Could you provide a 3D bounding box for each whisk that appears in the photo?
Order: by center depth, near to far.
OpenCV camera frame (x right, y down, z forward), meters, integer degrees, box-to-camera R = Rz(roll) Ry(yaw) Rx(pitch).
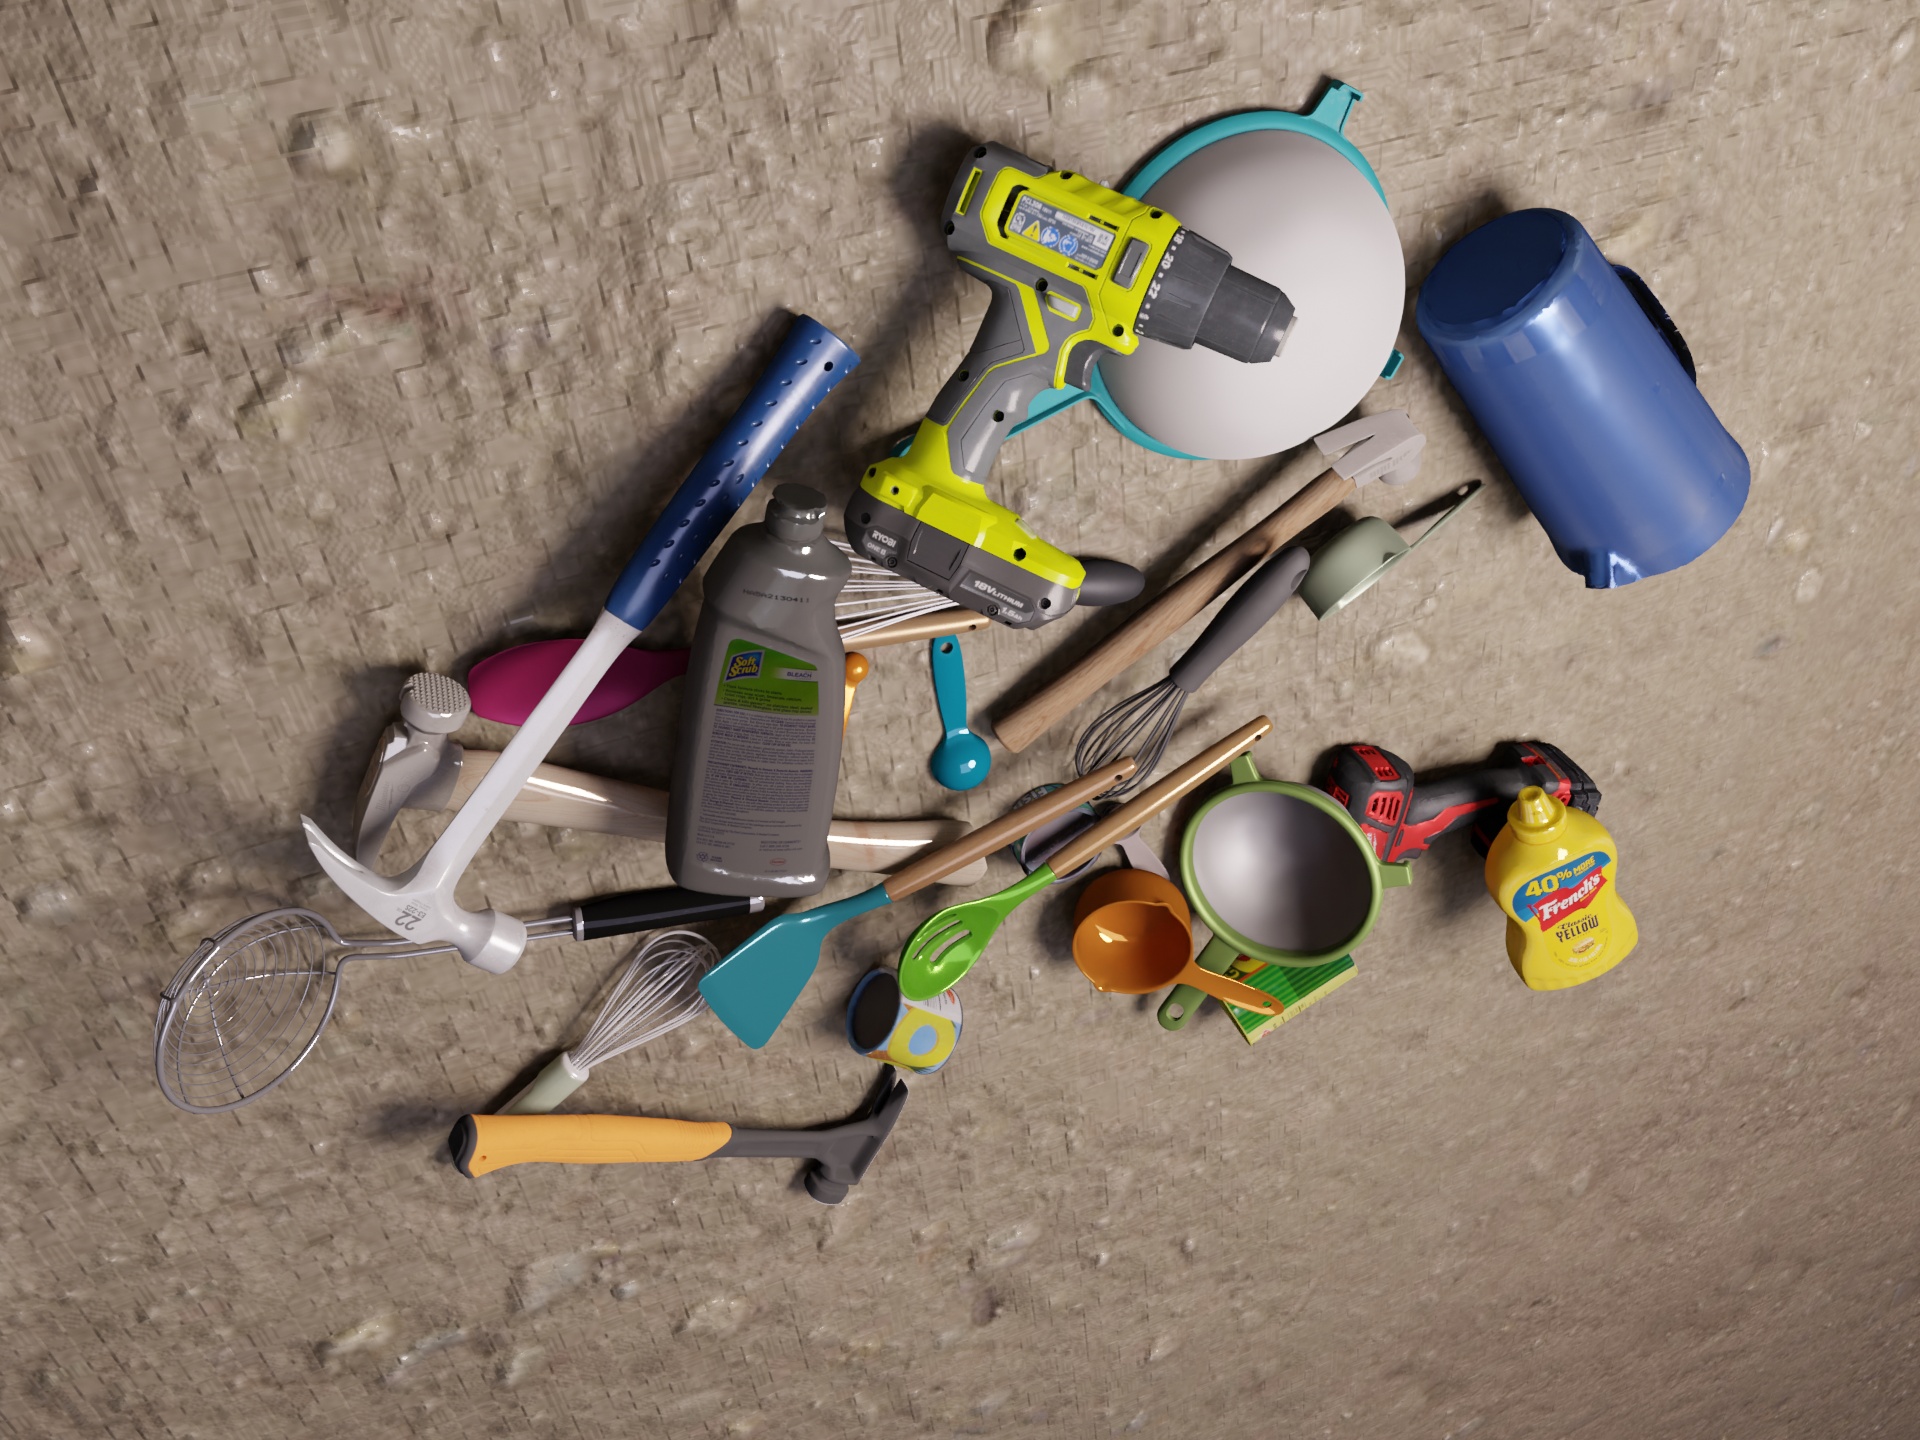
[{"bbox_3d":[-0.008,-0.083,0.966,0.284,0.070,0.070,-4,123,-28],"label":"whisk"},{"bbox_3d":[0.149,-0.027,1.043,0.055,0.055,0.239,17,129,-32],"label":"whisk"},{"bbox_3d":[-0.255,0.228,1.073,0.246,0.058,0.059,-41,94,10],"label":"whisk"}]

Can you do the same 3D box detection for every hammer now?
[{"bbox_3d":[-0.195,-0.049,0.867,0.144,0.035,0.405,35,93,-37],"label":"hammer"},{"bbox_3d":[-0.165,0.072,1.006,0.410,0.038,0.146,12,123,-32],"label":"hammer"},{"bbox_3d":[0.155,-0.087,1.022,0.331,0.031,0.130,-38,166,11],"label":"hammer"},{"bbox_3d":[-0.192,0.291,1.117,0.336,0.034,0.127,12,117,-39],"label":"hammer"}]

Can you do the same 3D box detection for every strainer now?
[{"bbox_3d":[0.123,-0.204,0.913,0.340,0.095,0.210,-28,129,-6],"label":"strainer"},{"bbox_3d":[0.221,0.138,1.197,0.069,0.151,0.256,-41,163,-52],"label":"strainer"}]

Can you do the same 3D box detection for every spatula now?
[{"bbox_3d":[-0.022,0.109,1.047,0.317,0.044,0.082,-29,129,3],"label":"spatula"}]

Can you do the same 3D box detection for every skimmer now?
[{"bbox_3d":[-0.290,0.152,0.970,0.363,0.090,0.127,-7,124,-21],"label":"skimmer"}]

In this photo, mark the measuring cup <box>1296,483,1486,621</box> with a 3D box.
[{"bbox_3d":[0.292,-0.128,1.076,0.167,0.038,0.083,-36,170,-22],"label":"measuring cup"}]

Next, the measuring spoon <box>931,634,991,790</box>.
[{"bbox_3d":[-0.002,-0.003,1.040,0.042,0.021,0.128,-17,127,-13],"label":"measuring spoon"}]

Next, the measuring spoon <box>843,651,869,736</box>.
[{"bbox_3d":[-0.080,0.014,0.994,0.021,0.011,0.117,19,88,-35],"label":"measuring spoon"}]

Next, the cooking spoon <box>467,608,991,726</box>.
[{"bbox_3d":[-0.132,-0.041,0.958,0.319,0.017,0.068,-9,136,-18],"label":"cooking spoon"}]

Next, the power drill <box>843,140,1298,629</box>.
[{"bbox_3d":[0.053,-0.169,0.852,0.190,0.080,0.228,26,103,5],"label":"power drill"}]

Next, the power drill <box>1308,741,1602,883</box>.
[{"bbox_3d":[0.371,0.087,1.235,0.219,0.079,0.143,-2,122,-20],"label":"power drill"}]

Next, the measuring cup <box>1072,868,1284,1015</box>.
[{"bbox_3d":[0.163,0.169,1.178,0.173,0.052,0.095,25,120,-13],"label":"measuring cup"}]

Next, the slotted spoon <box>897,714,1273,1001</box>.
[{"bbox_3d":[0.084,0.089,1.094,0.314,0.031,0.070,-34,136,-2],"label":"slotted spoon"}]

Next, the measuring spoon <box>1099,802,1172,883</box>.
[{"bbox_3d":[0.131,0.096,1.175,0.034,0.018,0.124,-29,136,6],"label":"measuring spoon"}]
